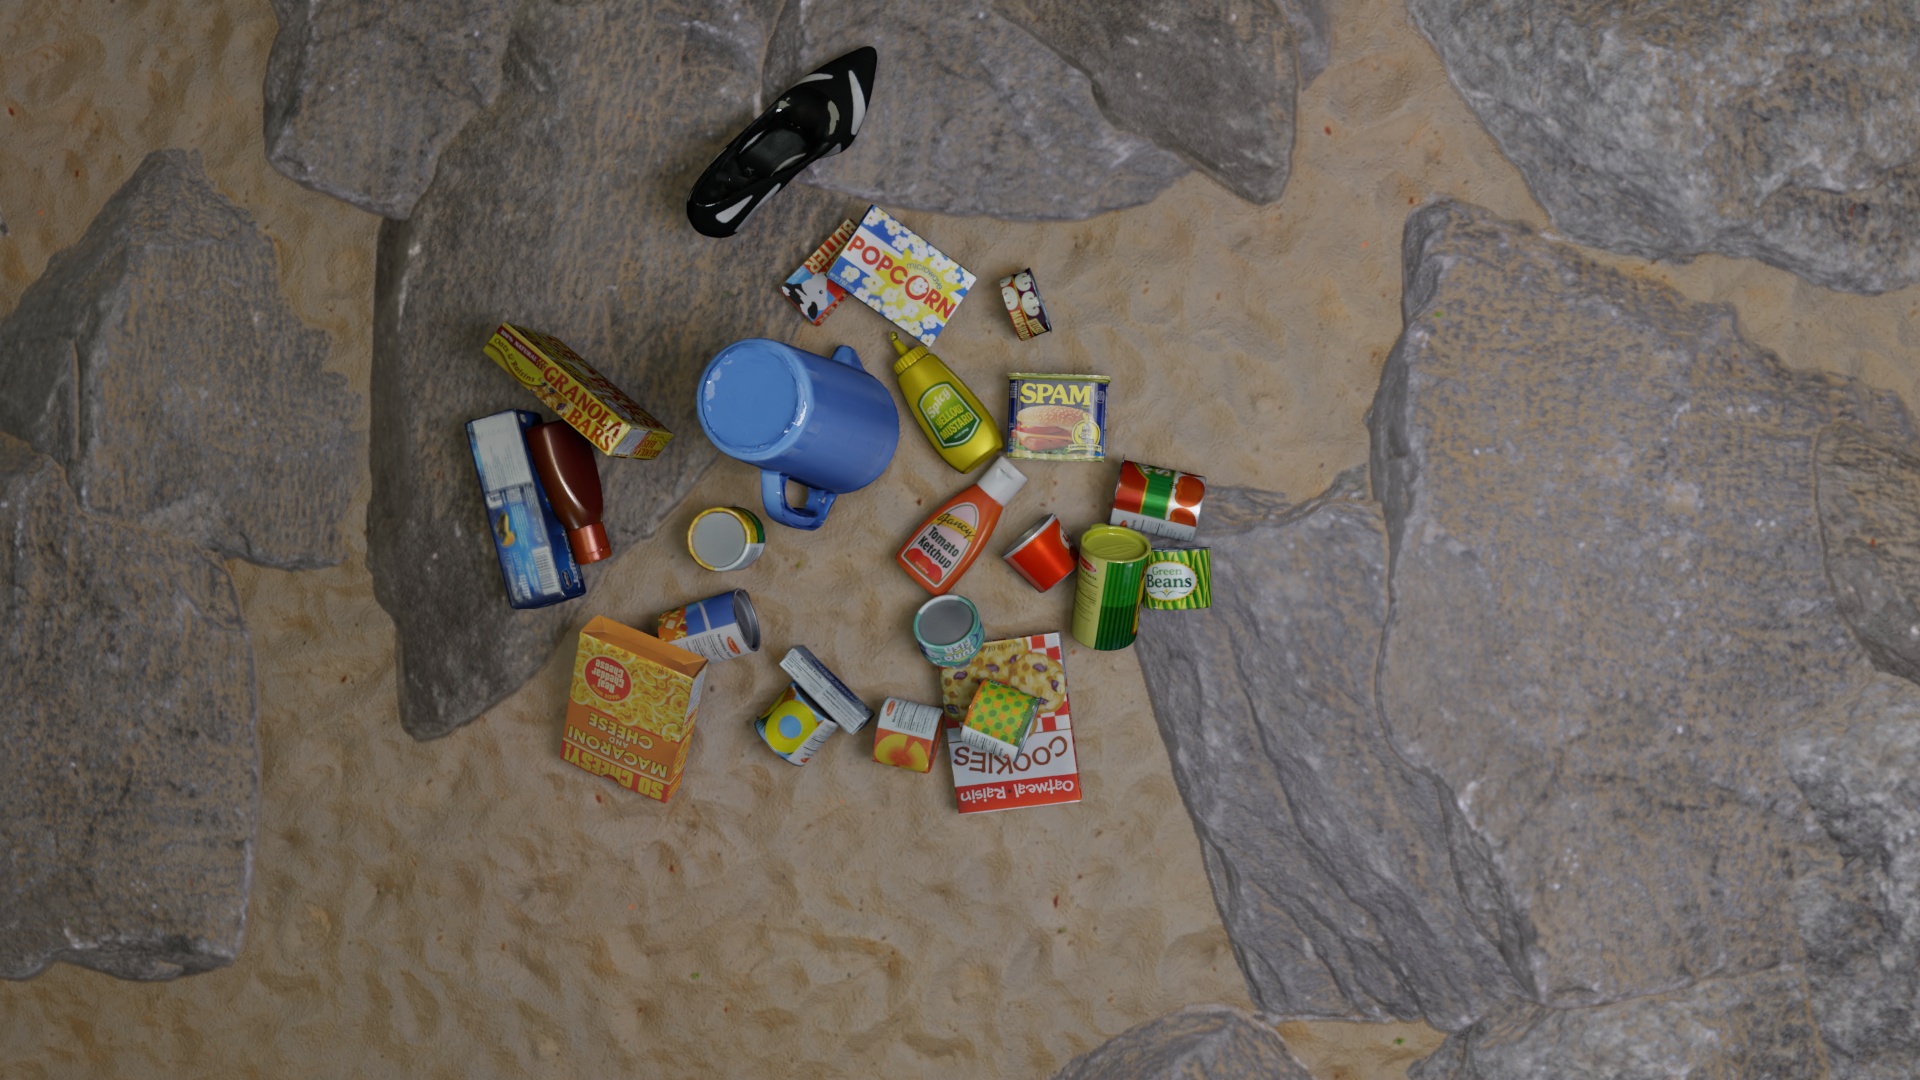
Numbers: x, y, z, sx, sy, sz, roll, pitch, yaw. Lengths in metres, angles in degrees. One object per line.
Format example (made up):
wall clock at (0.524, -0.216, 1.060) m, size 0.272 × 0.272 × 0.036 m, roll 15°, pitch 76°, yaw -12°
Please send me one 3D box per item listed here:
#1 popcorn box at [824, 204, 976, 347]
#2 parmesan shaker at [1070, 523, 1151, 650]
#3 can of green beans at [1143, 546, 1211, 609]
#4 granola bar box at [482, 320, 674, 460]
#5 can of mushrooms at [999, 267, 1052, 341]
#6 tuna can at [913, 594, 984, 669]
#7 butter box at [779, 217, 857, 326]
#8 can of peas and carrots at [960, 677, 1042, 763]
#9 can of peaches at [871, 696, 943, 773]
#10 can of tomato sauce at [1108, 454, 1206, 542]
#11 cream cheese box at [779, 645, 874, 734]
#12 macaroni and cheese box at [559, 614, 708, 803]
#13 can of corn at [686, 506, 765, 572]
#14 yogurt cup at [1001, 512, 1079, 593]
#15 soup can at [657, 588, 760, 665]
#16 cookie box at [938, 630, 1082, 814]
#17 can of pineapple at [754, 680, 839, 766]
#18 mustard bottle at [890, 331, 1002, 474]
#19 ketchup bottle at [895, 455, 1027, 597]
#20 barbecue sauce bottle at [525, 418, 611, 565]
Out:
popcorn box at (-0.059, -0.260, 1.370) m, size 0.126 × 0.038 × 0.085 m, roll 34°, pitch 95°, yaw -11°
parmesan shaker at (0.142, 0.045, 1.332) m, size 0.071 × 0.072 × 0.102 m, roll 8°, pitch 121°, yaw 7°
can of green beans at (0.209, 0.036, 1.341) m, size 0.071 × 0.071 × 0.058 m, roll -1°, pitch 91°, yaw 7°
granola bar box at (-0.378, -0.146, 1.384) m, size 0.165 × 0.124 × 0.039 m, roll 39°, pitch 96°, yaw 5°
can of mushrooms at (0.064, -0.228, 1.357) m, size 0.033 × 0.071 × 0.071 m, roll -19°, pitch 88°, yaw 8°
tuna can at (-0.011, 0.089, 1.355) m, size 0.071 × 0.032 × 0.071 m, roll -7°, pitch 50°, yaw 9°
butter box at (-0.128, -0.271, 1.402) m, size 0.103 × 0.024 × 0.053 m, roll -44°, pitch 86°, yaw 5°
can of peas and carrots at (0.039, 0.169, 1.323) m, size 0.059 × 0.071 × 0.071 m, roll 21°, pitch 93°, yaw 8°
can of peaches at (-0.052, 0.194, 1.376) m, size 0.058 × 0.071 × 0.071 m, roll 12°, pitch 92°, yaw 7°
can of tomato sauce at (0.191, -0.040, 1.343) m, size 0.083 × 0.071 × 0.071 m, roll 12°, pitch 92°, yaw 6°
cream cheese box at (-0.134, 0.149, 1.391) m, size 0.104 × 0.053 × 0.024 m, roll 44°, pitch 94°, yaw 5°
macaroni and cheese box at (-0.329, 0.171, 1.388) m, size 0.124 × 0.040 × 0.165 m, roll 21°, pitch 119°, yaw 7°
can of corn at (-0.238, -0.003, 1.400) m, size 0.071 × 0.058 × 0.071 m, roll 0°, pitch 91°, yaw 7°
yogurt cup at (0.082, 0.014, 1.359) m, size 0.072 × 0.072 × 0.054 m, roll -39°, pitch 94°, yaw 6°
soup can at (-0.253, 0.090, 1.401) m, size 0.084 × 0.071 × 0.071 m, roll -17°, pitch 89°, yaw 8°
cookie box at (0.049, 0.181, 1.376) m, size 0.123 × 0.040 × 0.167 m, roll -8°, pitch 88°, yaw 7°
can of pineapple at (-0.164, 0.181, 1.389) m, size 0.071 × 0.071 × 0.058 m, roll 43°, pitch 95°, yaw 5°
mustard bottle at (-0.025, -0.143, 1.378) m, size 0.065 × 0.049 × 0.160 m, roll -38°, pitch 86°, yaw 4°
ketchup bottle at (0.005, -0.017, 1.378) m, size 0.065 × 0.043 × 0.148 m, roll 42°, pitch 94°, yaw 11°
barbecue sauce bottle at (-0.395, -0.050, 1.420) m, size 0.043 × 0.065 × 0.148 m, roll -12°, pitch 98°, yaw 28°
